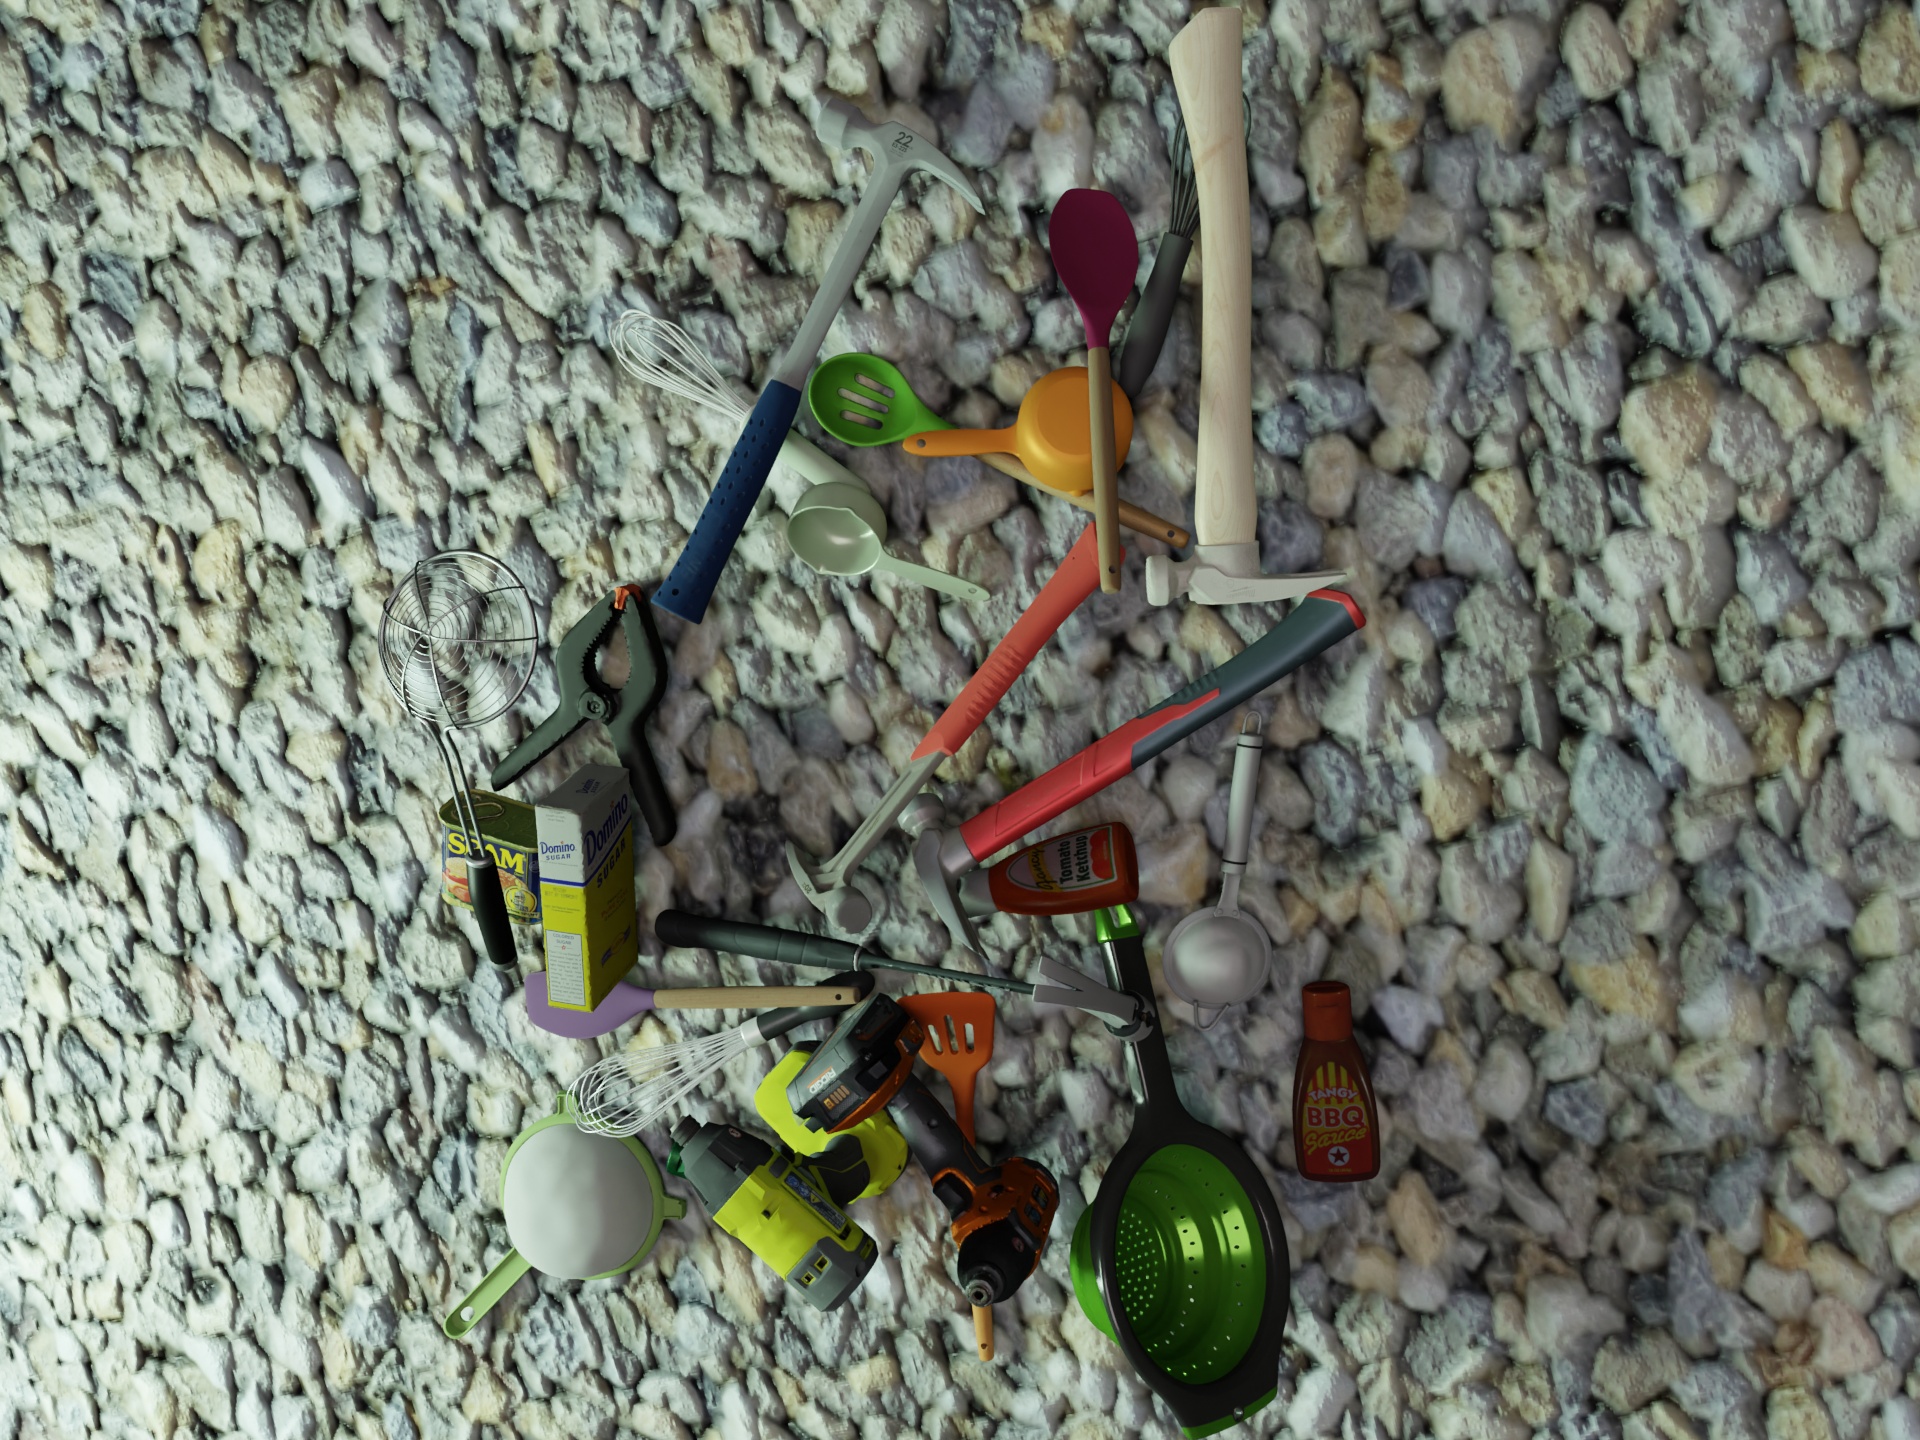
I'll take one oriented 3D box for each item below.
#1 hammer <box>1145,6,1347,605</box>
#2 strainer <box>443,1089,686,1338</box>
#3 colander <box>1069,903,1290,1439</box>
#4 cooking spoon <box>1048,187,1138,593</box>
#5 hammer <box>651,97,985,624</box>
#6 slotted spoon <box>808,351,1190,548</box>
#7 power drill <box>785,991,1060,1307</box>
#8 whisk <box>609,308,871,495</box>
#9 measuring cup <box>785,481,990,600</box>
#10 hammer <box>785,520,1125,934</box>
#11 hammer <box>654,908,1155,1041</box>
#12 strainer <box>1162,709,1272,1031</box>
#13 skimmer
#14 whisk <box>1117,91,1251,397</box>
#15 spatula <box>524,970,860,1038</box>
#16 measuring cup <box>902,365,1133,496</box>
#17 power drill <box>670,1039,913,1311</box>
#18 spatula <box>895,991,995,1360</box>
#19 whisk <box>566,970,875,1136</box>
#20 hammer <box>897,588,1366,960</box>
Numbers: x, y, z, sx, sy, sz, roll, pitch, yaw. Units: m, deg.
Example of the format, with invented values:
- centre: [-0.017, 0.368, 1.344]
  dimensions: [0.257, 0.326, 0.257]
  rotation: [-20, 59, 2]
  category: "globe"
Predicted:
- centre: [0.199, -0.288, 1.137]
  dimensions: [0.146, 0.038, 0.410]
  rotation: [-3, 105, 4]
  category: "hammer"
- centre: [-0.367, 0.451, 1.354]
  dimensions: [0.151, 0.069, 0.256]
  rotation: [44, 101, 3]
  category: "strainer"
- centre: [0.135, 0.336, 1.232]
  dimensions: [0.094, 0.204, 0.397]
  rotation: [-24, 74, 46]
  category: "colander"
- centre: [0.100, -0.243, 1.149]
  dimensions: [0.068, 0.017, 0.319]
  rotation: [2, 74, -12]
  category: "cooking spoon"
- centre: [-0.122, -0.260, 1.201]
  dimensions: [0.144, 0.035, 0.405]
  rotation: [26, 91, 10]
  category: "hammer"
- centre: [0.030, -0.200, 1.221]
  dimensions: [0.314, 0.031, 0.070]
  rotation: [25, 97, 5]
  category: "slotted spoon"
- centre: [-0.023, 0.327, 1.191]
  dimensions: [0.084, 0.164, 0.226]
  rotation: [-43, 89, 17]
  category: "power drill"
- centre: [-0.171, -0.243, 1.247]
  dimensions: [0.246, 0.059, 0.057]
  rotation: [36, 139, 1]
  category: "whisk"
- centre: [-0.052, -0.136, 1.237]
  dimensions: [0.167, 0.038, 0.083]
  rotation: [20, 143, -11]
  category: "measuring cup"
- centre: [-0.002, -0.004, 1.223]
  dimensions: [0.036, 0.149, 0.359]
  rotation: [38, 92, -26]
  category: "hammer"
- centre: [-0.065, 0.184, 1.210]
  dimensions: [0.409, 0.149, 0.036]
  rotation: [5, 73, 29]
  category: "hammer"
- centre: [0.208, 0.120, 1.220]
  dimensions: [0.087, 0.050, 0.258]
  rotation: [6, 95, -6]
  category: "strainer"
- centre: [-0.362, 0.043, 1.216]
  dimensions: [0.127, 0.090, 0.363]
  rotation: [13, 132, 14]
  category: "skimmer"
- centre: [0.159, -0.354, 1.170]
  dimensions: [0.055, 0.055, 0.239]
  rotation: [20, 105, 8]
  category: "whisk"
- centre: [-0.226, 0.230, 1.305]
  dimensions: [0.316, 0.018, 0.060]
  rotation: [-6, 93, 22]
  category: "spatula"
- centre: [0.044, -0.216, 1.181]
  dimensions: [0.173, 0.052, 0.095]
  rotation: [-4, 83, -2]
  category: "measuring cup"
- centre: [-0.123, 0.333, 1.214]
  dimensions: [0.171, 0.223, 0.080]
  rotation: [41, 102, 3]
  category: "power drill"
- centre: [0.005, 0.370, 1.288]
  dimensions: [0.081, 0.041, 0.322]
  rotation: [-4, 97, 11]
  category: "spatula"
- centre: [-0.198, 0.269, 1.309]
  dimensions: [0.284, 0.070, 0.070]
  rotation: [-26, 92, 8]
  category: "whisk"
- centre: [0.138, 0.029, 1.197]
  dimensions: [0.386, 0.038, 0.143]
  rotation: [-32, 57, 9]
  category: "hammer"
